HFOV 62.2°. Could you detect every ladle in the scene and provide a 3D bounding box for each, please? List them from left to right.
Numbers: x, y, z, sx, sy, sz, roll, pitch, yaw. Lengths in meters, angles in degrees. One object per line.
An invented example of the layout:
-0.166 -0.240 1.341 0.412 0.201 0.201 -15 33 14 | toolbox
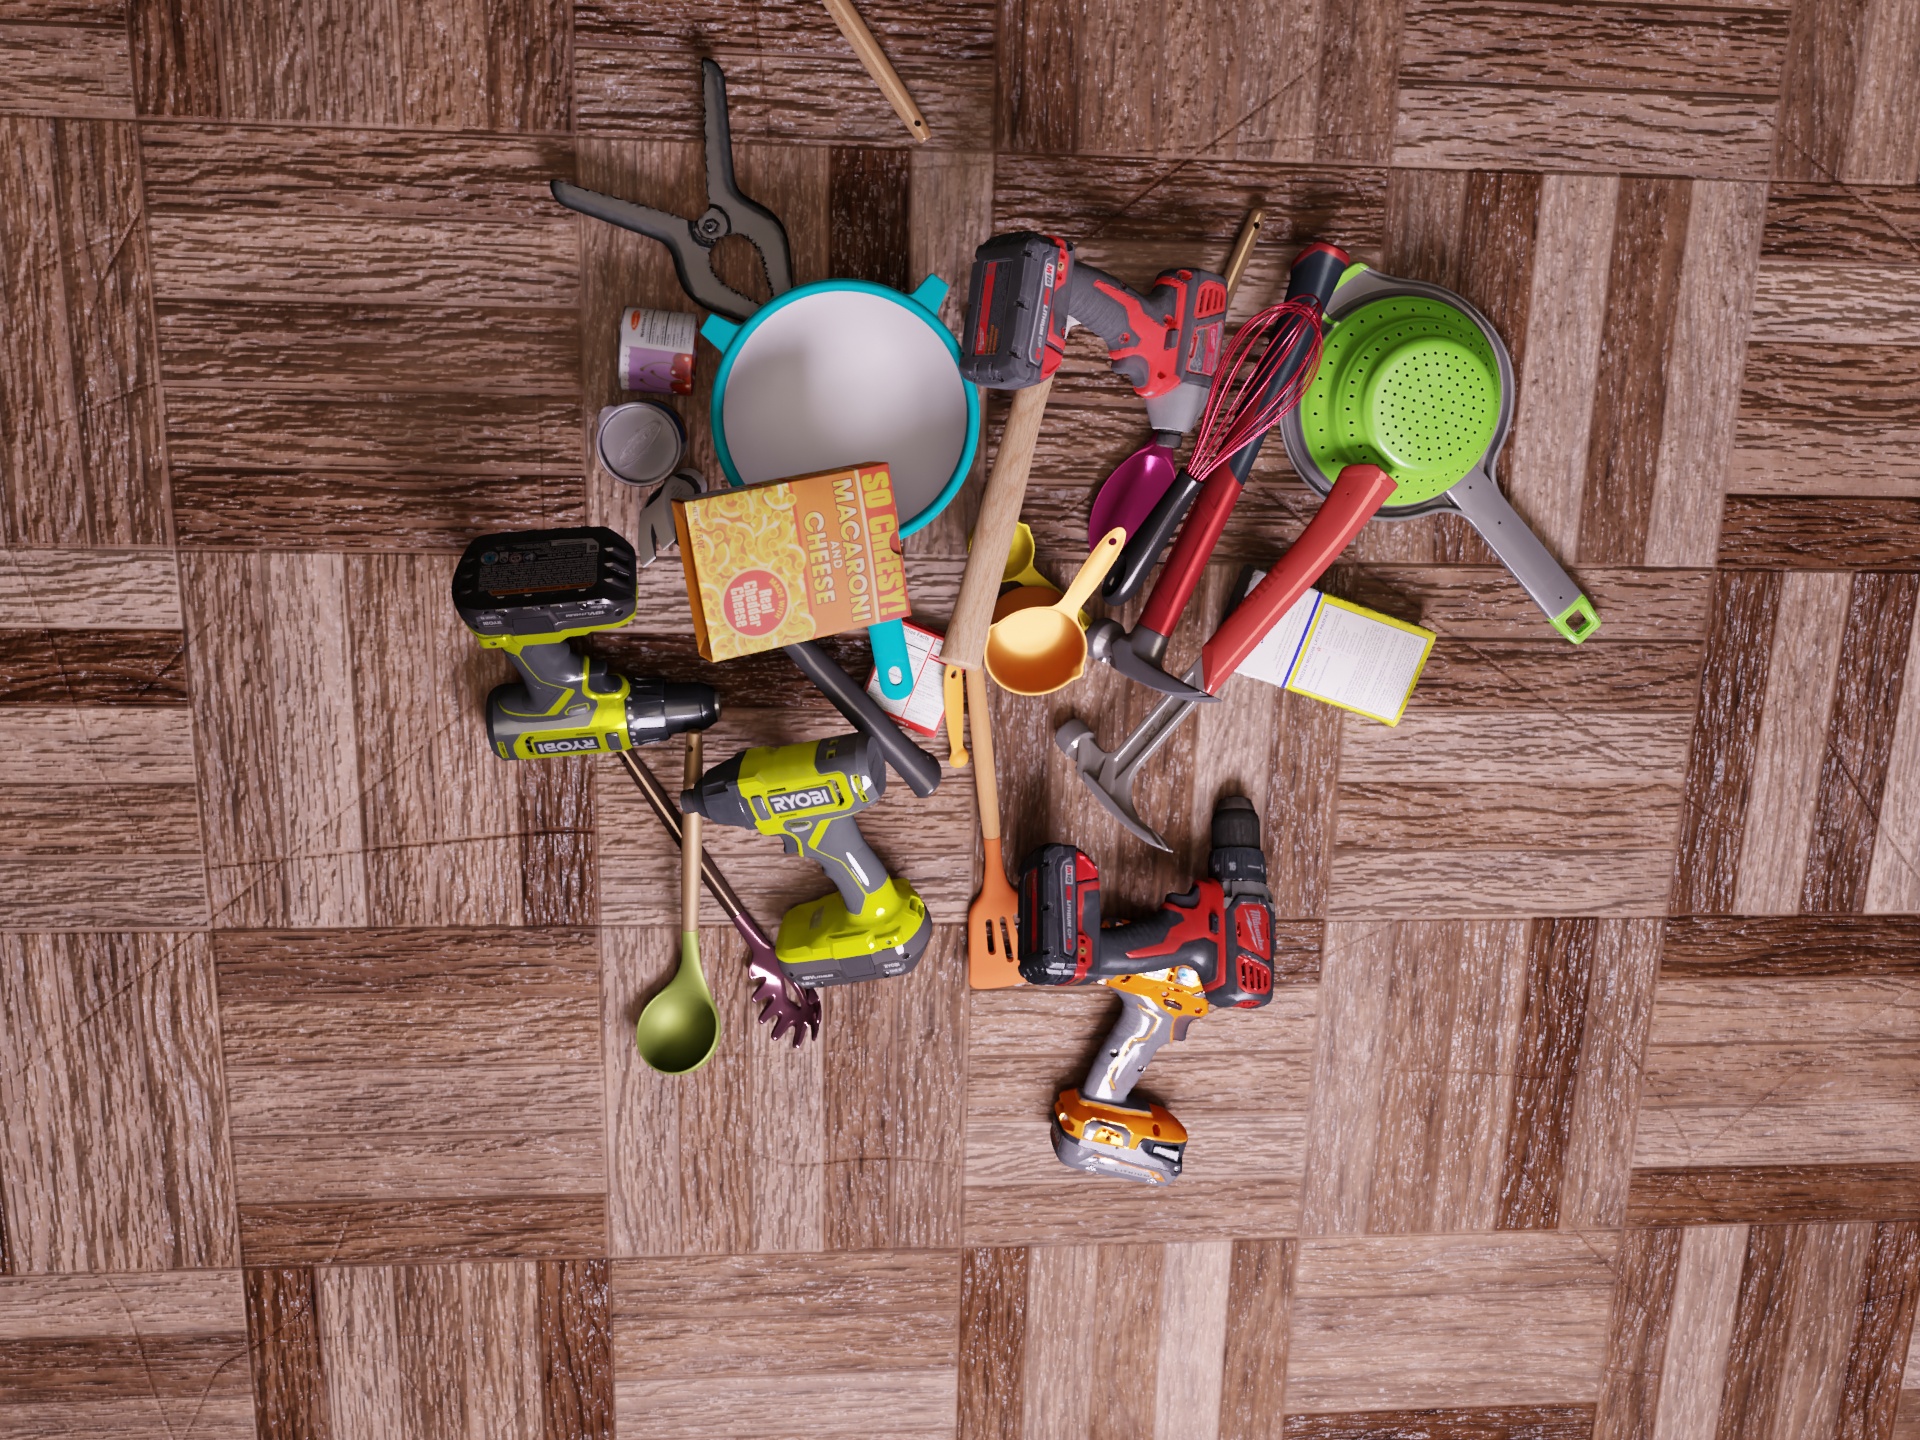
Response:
-0.239 0.161 1.371 0.078 0.062 0.320 12 112 17 | ladle

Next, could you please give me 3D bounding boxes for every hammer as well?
-0.134 -0.061 1.302 0.035 0.146 0.334 -38 106 19 | hammer
0.039 -0.205 1.305 0.130 0.031 0.331 16 87 -7 | hammer
0.237 -0.063 1.329 0.359 0.149 0.036 -49 146 13 | hammer
0.233 -0.204 1.305 0.038 0.143 0.386 19 99 -43 | hammer

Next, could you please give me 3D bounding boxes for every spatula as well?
-0.117 -0.586 1.226 0.082 0.044 0.317 -37 105 0 | spatula
0.028 0.083 1.396 0.081 0.041 0.322 -10 112 -9 | spatula

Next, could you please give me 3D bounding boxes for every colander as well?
0.432 -0.207 1.346 0.204 0.094 0.397 -43 104 6 | colander

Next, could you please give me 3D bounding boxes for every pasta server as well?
-0.215 0.152 1.403 0.060 0.040 0.316 -25 105 27 | pasta server

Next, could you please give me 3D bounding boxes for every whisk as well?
0.197 -0.212 1.278 0.073 0.073 0.295 28 114 -11 | whisk

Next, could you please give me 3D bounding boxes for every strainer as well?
-0.082 -0.188 1.304 0.211 0.095 0.340 -11 107 -2 | strainer

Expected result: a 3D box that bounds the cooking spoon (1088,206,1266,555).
0.188 -0.278 1.345 0.068 0.017 0.319 20 102 -13 | cooking spoon

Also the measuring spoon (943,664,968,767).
-0.002 -0.004 1.373 0.021 0.011 0.116 -32 136 -31 | measuring spoon

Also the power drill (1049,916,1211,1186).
0.181 0.303 1.458 0.164 0.084 0.226 14 98 -8 | power drill

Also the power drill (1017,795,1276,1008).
0.168 0.152 1.387 0.226 0.080 0.188 6 73 -14 | power drill

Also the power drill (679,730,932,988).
-0.125 0.117 1.341 0.171 0.080 0.223 -11 124 14 | power drill

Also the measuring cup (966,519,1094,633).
0.067 -0.119 1.374 0.062 0.029 0.156 -43 116 12 | measuring cup

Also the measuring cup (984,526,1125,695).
0.083 -0.102 1.336 0.095 0.052 0.173 25 116 -20 | measuring cup

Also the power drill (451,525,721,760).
-0.298 -0.051 1.275 0.190 0.080 0.228 -5 146 -4 | power drill

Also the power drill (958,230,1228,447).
0.114 -0.298 1.253 0.219 0.079 0.143 4 98 -33 | power drill
